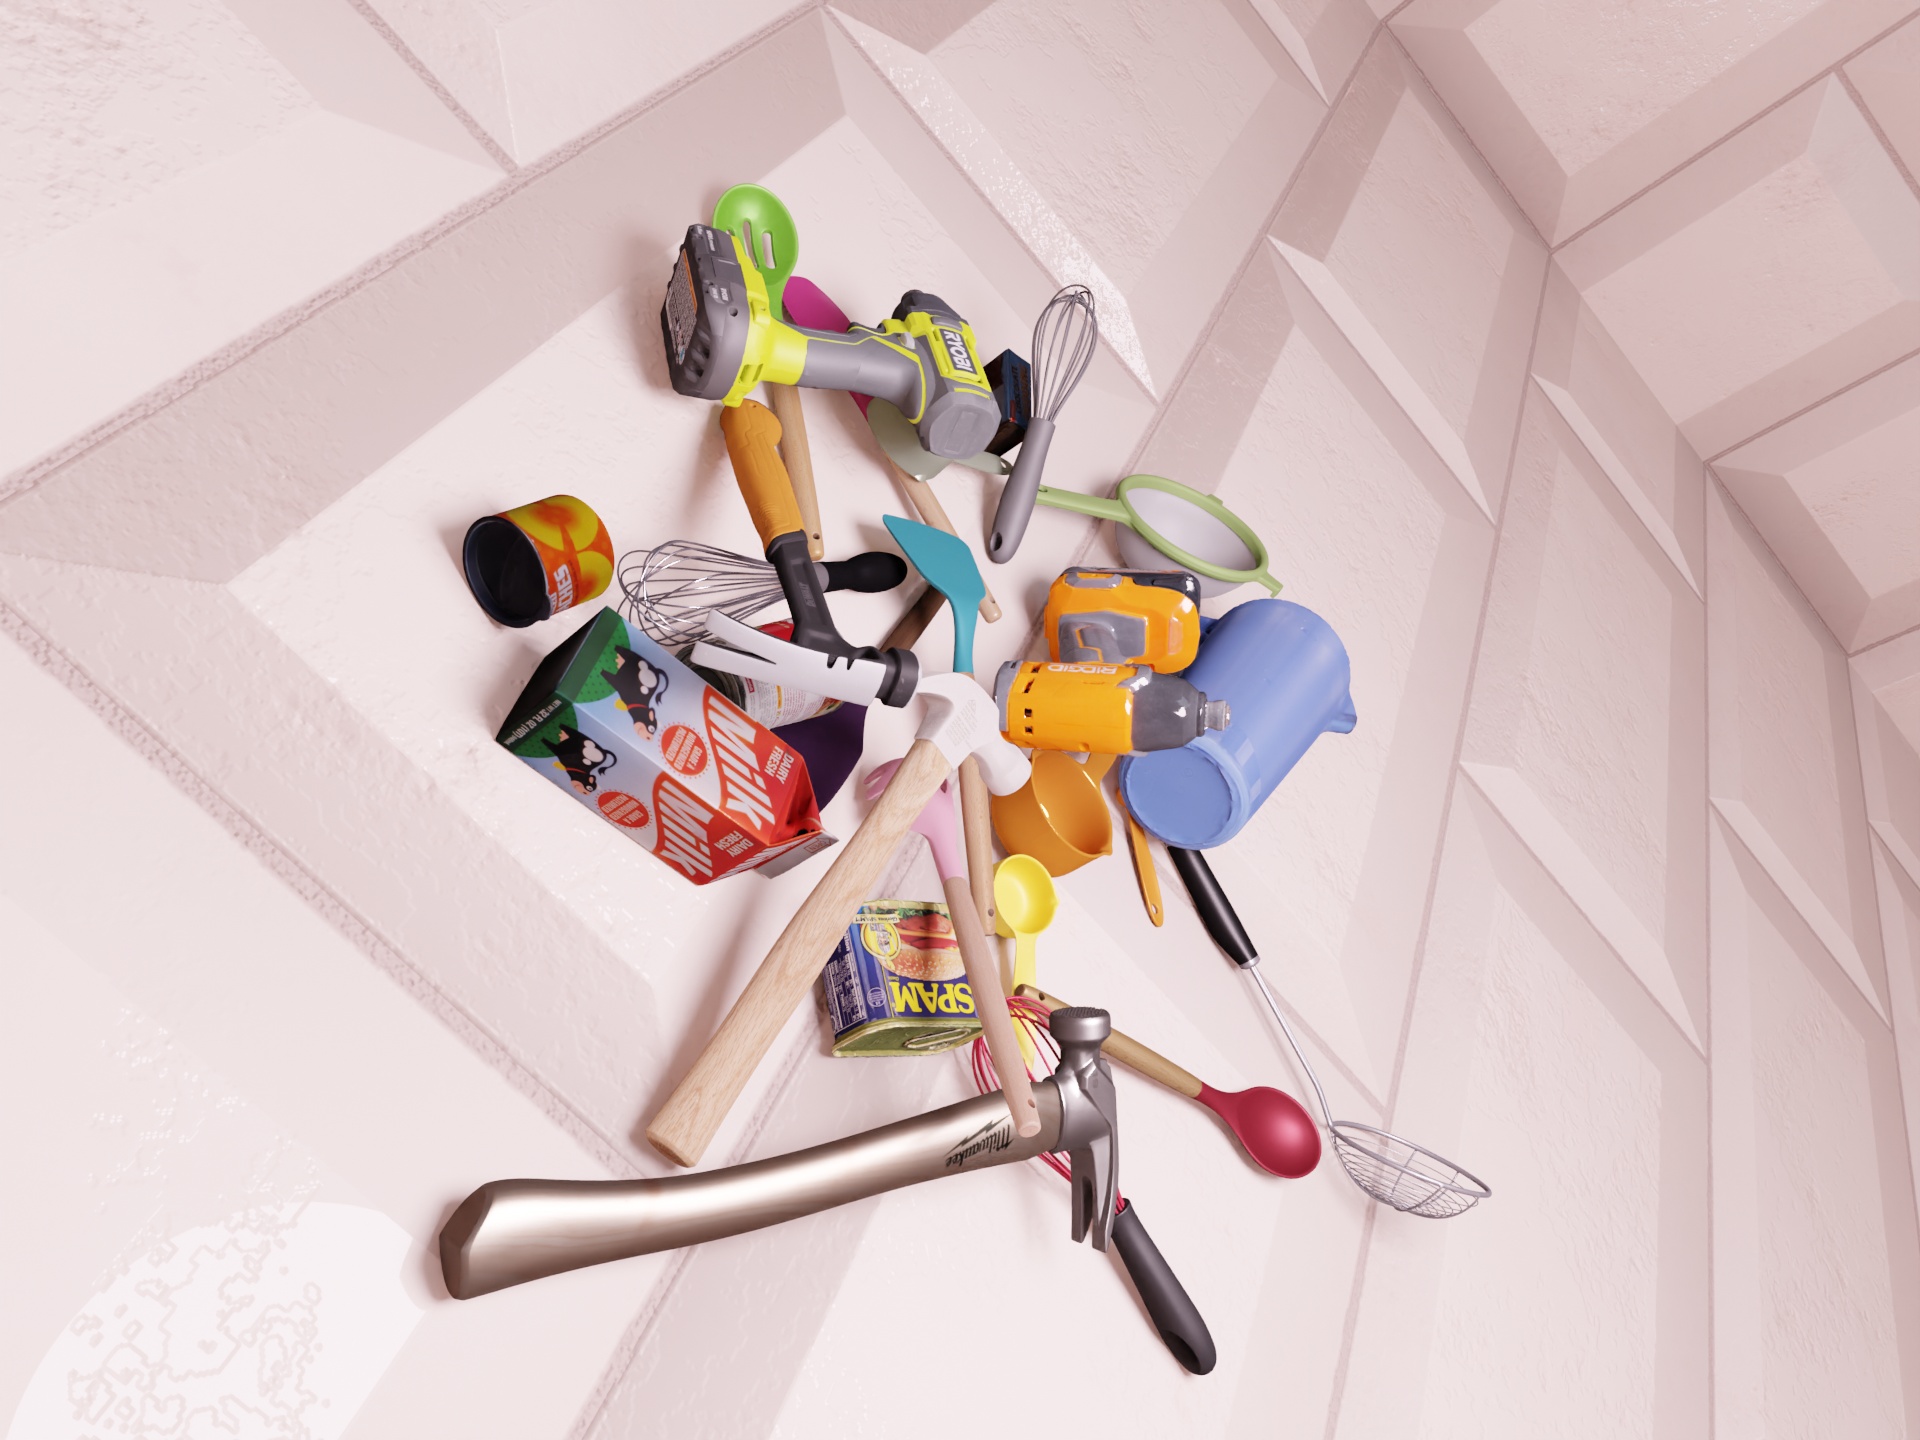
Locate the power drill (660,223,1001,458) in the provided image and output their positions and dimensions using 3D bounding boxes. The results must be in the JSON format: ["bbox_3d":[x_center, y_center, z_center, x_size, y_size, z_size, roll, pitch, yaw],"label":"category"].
[{"bbox_3d":[-0.092,-0.272,1.132,0.223,0.080,0.171,8,43,-26],"label":"power drill"}]

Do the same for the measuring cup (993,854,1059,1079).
[{"bbox_3d":[0.036,0.170,1.089,0.062,0.029,0.157,15,67,-35],"label":"measuring cup"}]

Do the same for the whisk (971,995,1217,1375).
[{"bbox_3d":[0.090,0.300,1.031,0.073,0.073,0.296,-38,100,-51],"label":"whisk"}]

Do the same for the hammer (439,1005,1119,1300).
[{"bbox_3d":[-0.073,0.256,0.860,0.410,0.038,0.146,-2,91,-37],"label":"hammer"}]

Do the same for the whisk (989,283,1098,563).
[{"bbox_3d":[0.063,-0.240,1.288,0.055,0.055,0.239,21,84,-37],"label":"whisk"}]

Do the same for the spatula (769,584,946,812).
[{"bbox_3d":[-0.059,-0.036,1.118,0.060,0.018,0.316,36,41,-1],"label":"spatula"}]

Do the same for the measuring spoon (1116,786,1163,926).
[{"bbox_3d":[0.140,0.106,1.247,0.021,0.011,0.117,8,64,-49],"label":"measuring spoon"}]

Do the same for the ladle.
[{"bbox_3d":[0.151,0.254,1.136,0.315,0.031,0.069,34,45,-31],"label":"ladle"}]

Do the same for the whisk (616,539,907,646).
[{"bbox_3d":[-0.121,-0.093,1.061,0.284,0.070,0.070,-15,77,-55],"label":"whisk"}]

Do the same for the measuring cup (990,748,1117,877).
[{"bbox_3d":[0.077,0.054,1.184,0.095,0.052,0.174,52,30,-6],"label":"measuring cup"}]

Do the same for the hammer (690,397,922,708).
[{"bbox_3d":[-0.120,-0.121,0.993,0.127,0.034,0.337,13,30,-25],"label":"hammer"}]

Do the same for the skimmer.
[{"bbox_3d":[0.285,0.231,1.255,0.363,0.090,0.127,61,6,6],"label":"skimmer"}]

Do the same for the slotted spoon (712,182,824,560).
[{"bbox_3d":[-0.134,-0.260,1.177,0.070,0.031,0.314,-2,68,-28],"label":"slotted spoon"}]

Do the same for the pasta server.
[{"bbox_3d":[-0.002,0.124,0.968,0.060,0.040,0.317,20,31,-30],"label":"pasta server"}]

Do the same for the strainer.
[{"bbox_3d":[0.146,-0.155,1.380,0.256,0.069,0.152,8,37,-28],"label":"strainer"}]

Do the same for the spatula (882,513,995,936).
[{"bbox_3d":[-0.002,-0.004,1.115,0.082,0.044,0.318,13,64,-41],"label":"spatula"}]

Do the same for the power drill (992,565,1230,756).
[{"bbox_3d":[0.124,-0.042,1.179,0.227,0.164,0.084,-61,152,-61],"label":"power drill"}]

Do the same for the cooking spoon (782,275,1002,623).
[{"bbox_3d":[-0.053,-0.212,1.225,0.068,0.017,0.319,-19,76,-54],"label":"cooking spoon"}]

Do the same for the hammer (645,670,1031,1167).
[{"bbox_3d":[-0.074,0.104,0.912,0.331,0.031,0.129,-56,128,-27],"label":"hammer"}]

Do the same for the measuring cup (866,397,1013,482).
[{"bbox_3d":[-0.002,-0.222,1.245,0.167,0.038,0.083,6,55,-48],"label":"measuring cup"}]
